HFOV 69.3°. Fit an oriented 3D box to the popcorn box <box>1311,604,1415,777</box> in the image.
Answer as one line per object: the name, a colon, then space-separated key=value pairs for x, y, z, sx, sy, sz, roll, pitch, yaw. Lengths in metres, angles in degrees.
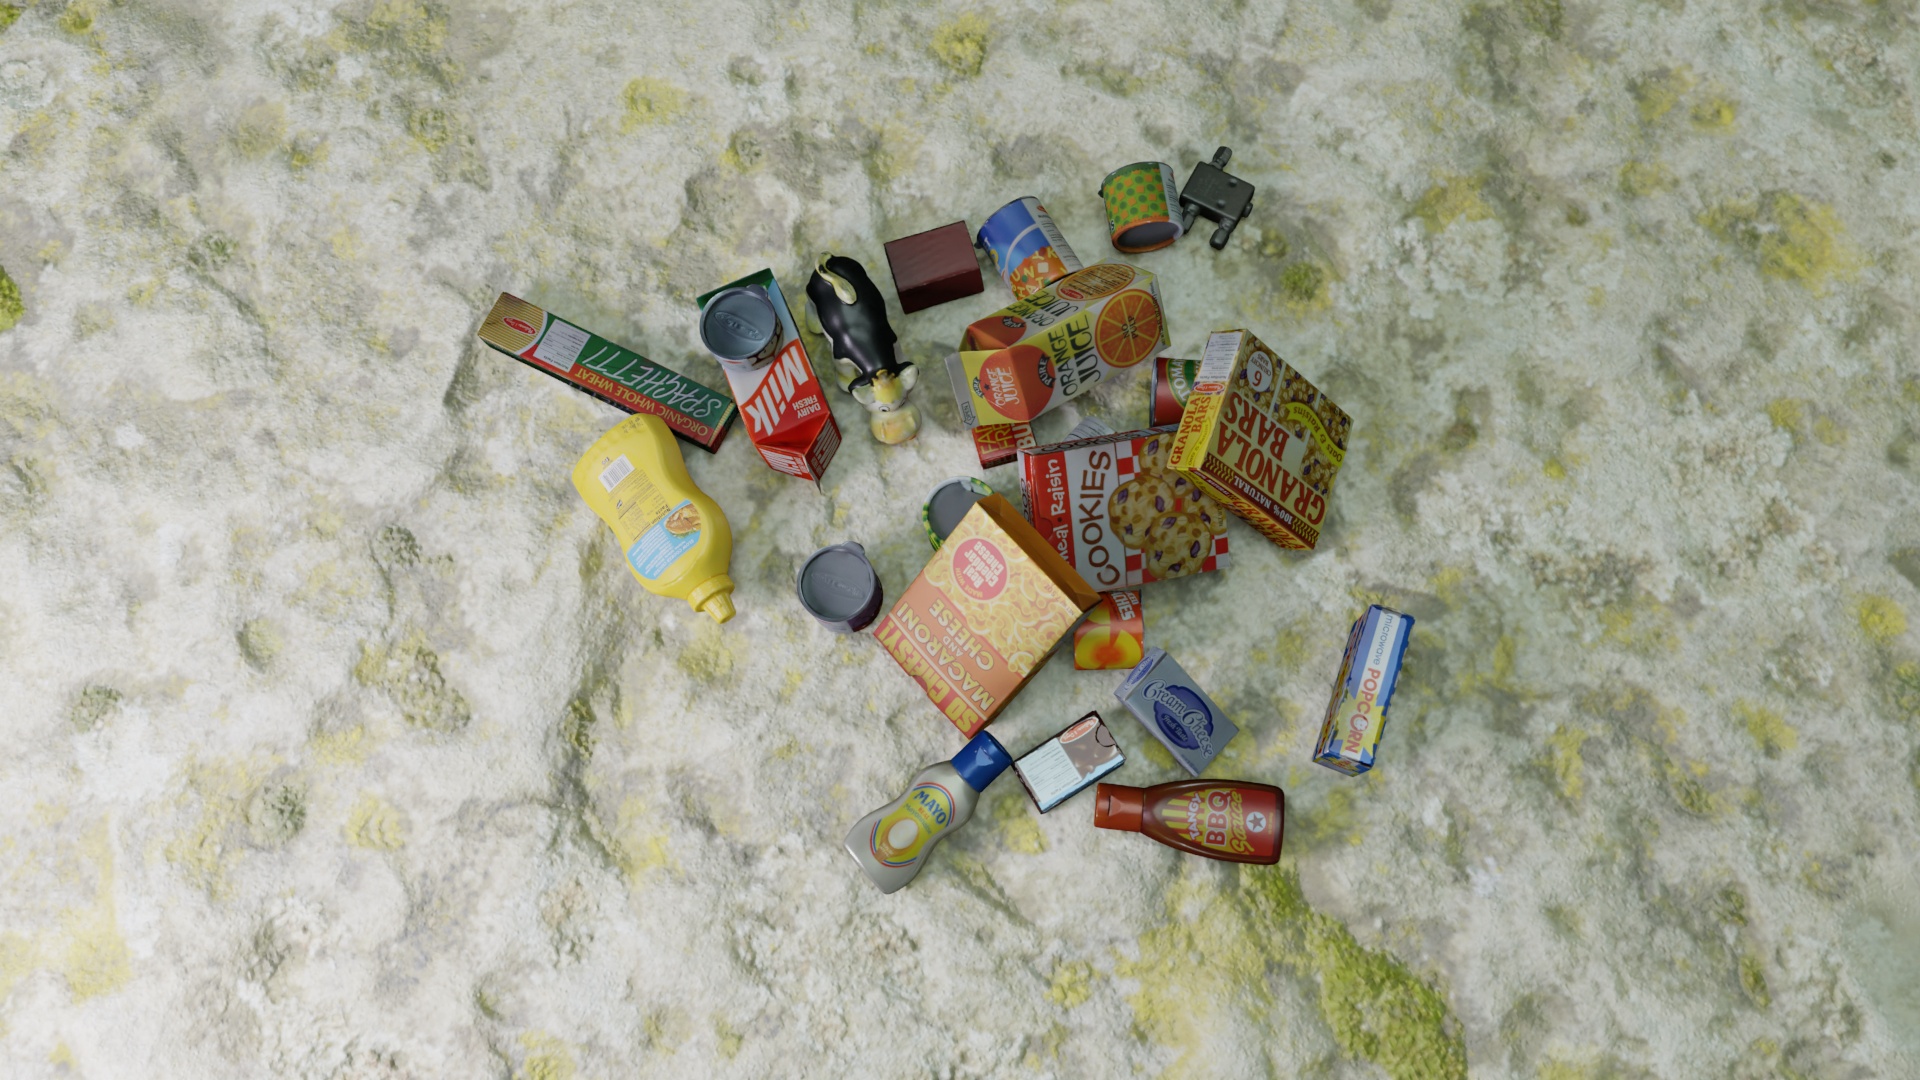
popcorn box: x=0.323 y=0.121 z=1.114 sx=0.038 sy=0.085 sz=0.127 roll=18 pitch=78 yaw=9

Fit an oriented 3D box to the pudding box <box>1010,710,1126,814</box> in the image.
pudding box: x=0.089 y=0.183 z=1.142 sx=0.084 sy=0.030 sz=0.050 roll=-32 pitch=75 yaw=-5

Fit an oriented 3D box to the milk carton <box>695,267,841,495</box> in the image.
milk carton: x=-0.161 y=-0.133 z=1.220 sx=0.073 sy=0.072 sz=0.191 roll=-23 pitch=74 yaw=-2

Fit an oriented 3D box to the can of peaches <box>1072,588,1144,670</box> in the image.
can of peaches: x=0.121 y=0.072 z=1.148 sx=0.058 sy=0.071 sz=0.071 roll=-2 pitch=76 yaw=4

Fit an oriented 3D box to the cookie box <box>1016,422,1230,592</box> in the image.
cookie box: x=0.135 y=-0.026 z=1.140 sx=0.168 sy=0.040 sz=0.122 roll=-10 pitch=103 yaw=-15

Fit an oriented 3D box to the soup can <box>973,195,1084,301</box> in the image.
soup can: x=0.062 y=-0.252 z=1.240 sx=0.071 sy=0.071 sz=0.084 roll=-30 pitch=76 yaw=-4

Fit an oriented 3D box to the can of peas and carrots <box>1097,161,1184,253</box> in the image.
can of peas and carrots: x=0.161 y=-0.297 z=1.245 sx=0.071 sy=0.071 sz=0.059 roll=-9 pitch=76 yaw=2

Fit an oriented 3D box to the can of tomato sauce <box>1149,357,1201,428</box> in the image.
can of tomato sauce: x=0.206 y=-0.124 z=1.193 sx=0.083 sy=0.071 sz=0.071 roll=4 pitch=76 yaw=4

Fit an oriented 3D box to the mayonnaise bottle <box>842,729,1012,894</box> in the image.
mayonnaise bottle: x=-0.023 y=0.216 z=1.125 sx=0.148 sy=0.041 sz=0.065 roll=-43 pitch=80 yaw=1

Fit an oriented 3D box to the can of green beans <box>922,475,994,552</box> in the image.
can of green beans: x=0.003 y=-0.017 z=1.185 sx=0.071 sy=0.057 sz=0.071 roll=-1 pitch=76 yaw=4

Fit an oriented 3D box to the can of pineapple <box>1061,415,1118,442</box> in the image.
can of pineapple: x=0.113 y=-0.063 z=1.187 sx=0.071 sy=0.071 sz=0.058 roll=43 pitch=82 yaw=13

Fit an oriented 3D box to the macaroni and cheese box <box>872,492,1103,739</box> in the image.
macaroni and cheese box: x=0.017 y=0.063 z=1.124 sx=0.124 sy=0.040 sz=0.165 roll=46 pitch=122 yaw=13

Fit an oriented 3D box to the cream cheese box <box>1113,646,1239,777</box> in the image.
cream cheese box: x=0.175 y=0.139 z=1.124 sx=0.053 sy=0.024 sz=0.103 roll=-47 pitch=112 yaw=-8

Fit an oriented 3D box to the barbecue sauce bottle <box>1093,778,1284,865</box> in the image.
barbecue sauce bottle: x=0.183 y=0.222 z=1.119 sx=0.148 sy=0.043 sz=0.065 roll=6 pitch=78 yaw=6

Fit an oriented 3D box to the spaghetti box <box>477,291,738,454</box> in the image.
spaghetti box: x=-0.318 y=-0.152 z=1.257 sx=0.250 sy=0.028 sz=0.050 roll=26 pitch=79 yaw=10

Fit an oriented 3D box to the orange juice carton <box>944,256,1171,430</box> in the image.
orange juice carton: x=0.076 y=-0.164 z=1.178 sx=0.193 sy=0.071 sz=0.073 roll=-29 pitch=33 yaw=-17

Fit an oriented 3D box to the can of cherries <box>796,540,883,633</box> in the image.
can of cherries: x=-0.099 y=0.040 z=1.178 sx=0.071 sy=0.058 sz=0.071 roll=-1 pitch=75 yaw=5

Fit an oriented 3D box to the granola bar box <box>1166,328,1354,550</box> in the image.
granola bar box: x=0.250 y=-0.080 z=1.140 sx=0.039 sy=0.165 sz=0.124 roll=5 pitch=71 yaw=50

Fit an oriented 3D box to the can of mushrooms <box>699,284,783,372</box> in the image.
can of mushrooms: x=-0.184 y=-0.180 z=1.179 sx=0.071 sy=0.033 sz=0.071 roll=-1 pitch=75 yaw=5

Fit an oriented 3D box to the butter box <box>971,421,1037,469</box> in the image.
butter box: x=0.030 y=-0.118 z=1.227 sx=0.053 sy=0.024 sz=0.103 roll=-15 pitch=75 yaw=-1
